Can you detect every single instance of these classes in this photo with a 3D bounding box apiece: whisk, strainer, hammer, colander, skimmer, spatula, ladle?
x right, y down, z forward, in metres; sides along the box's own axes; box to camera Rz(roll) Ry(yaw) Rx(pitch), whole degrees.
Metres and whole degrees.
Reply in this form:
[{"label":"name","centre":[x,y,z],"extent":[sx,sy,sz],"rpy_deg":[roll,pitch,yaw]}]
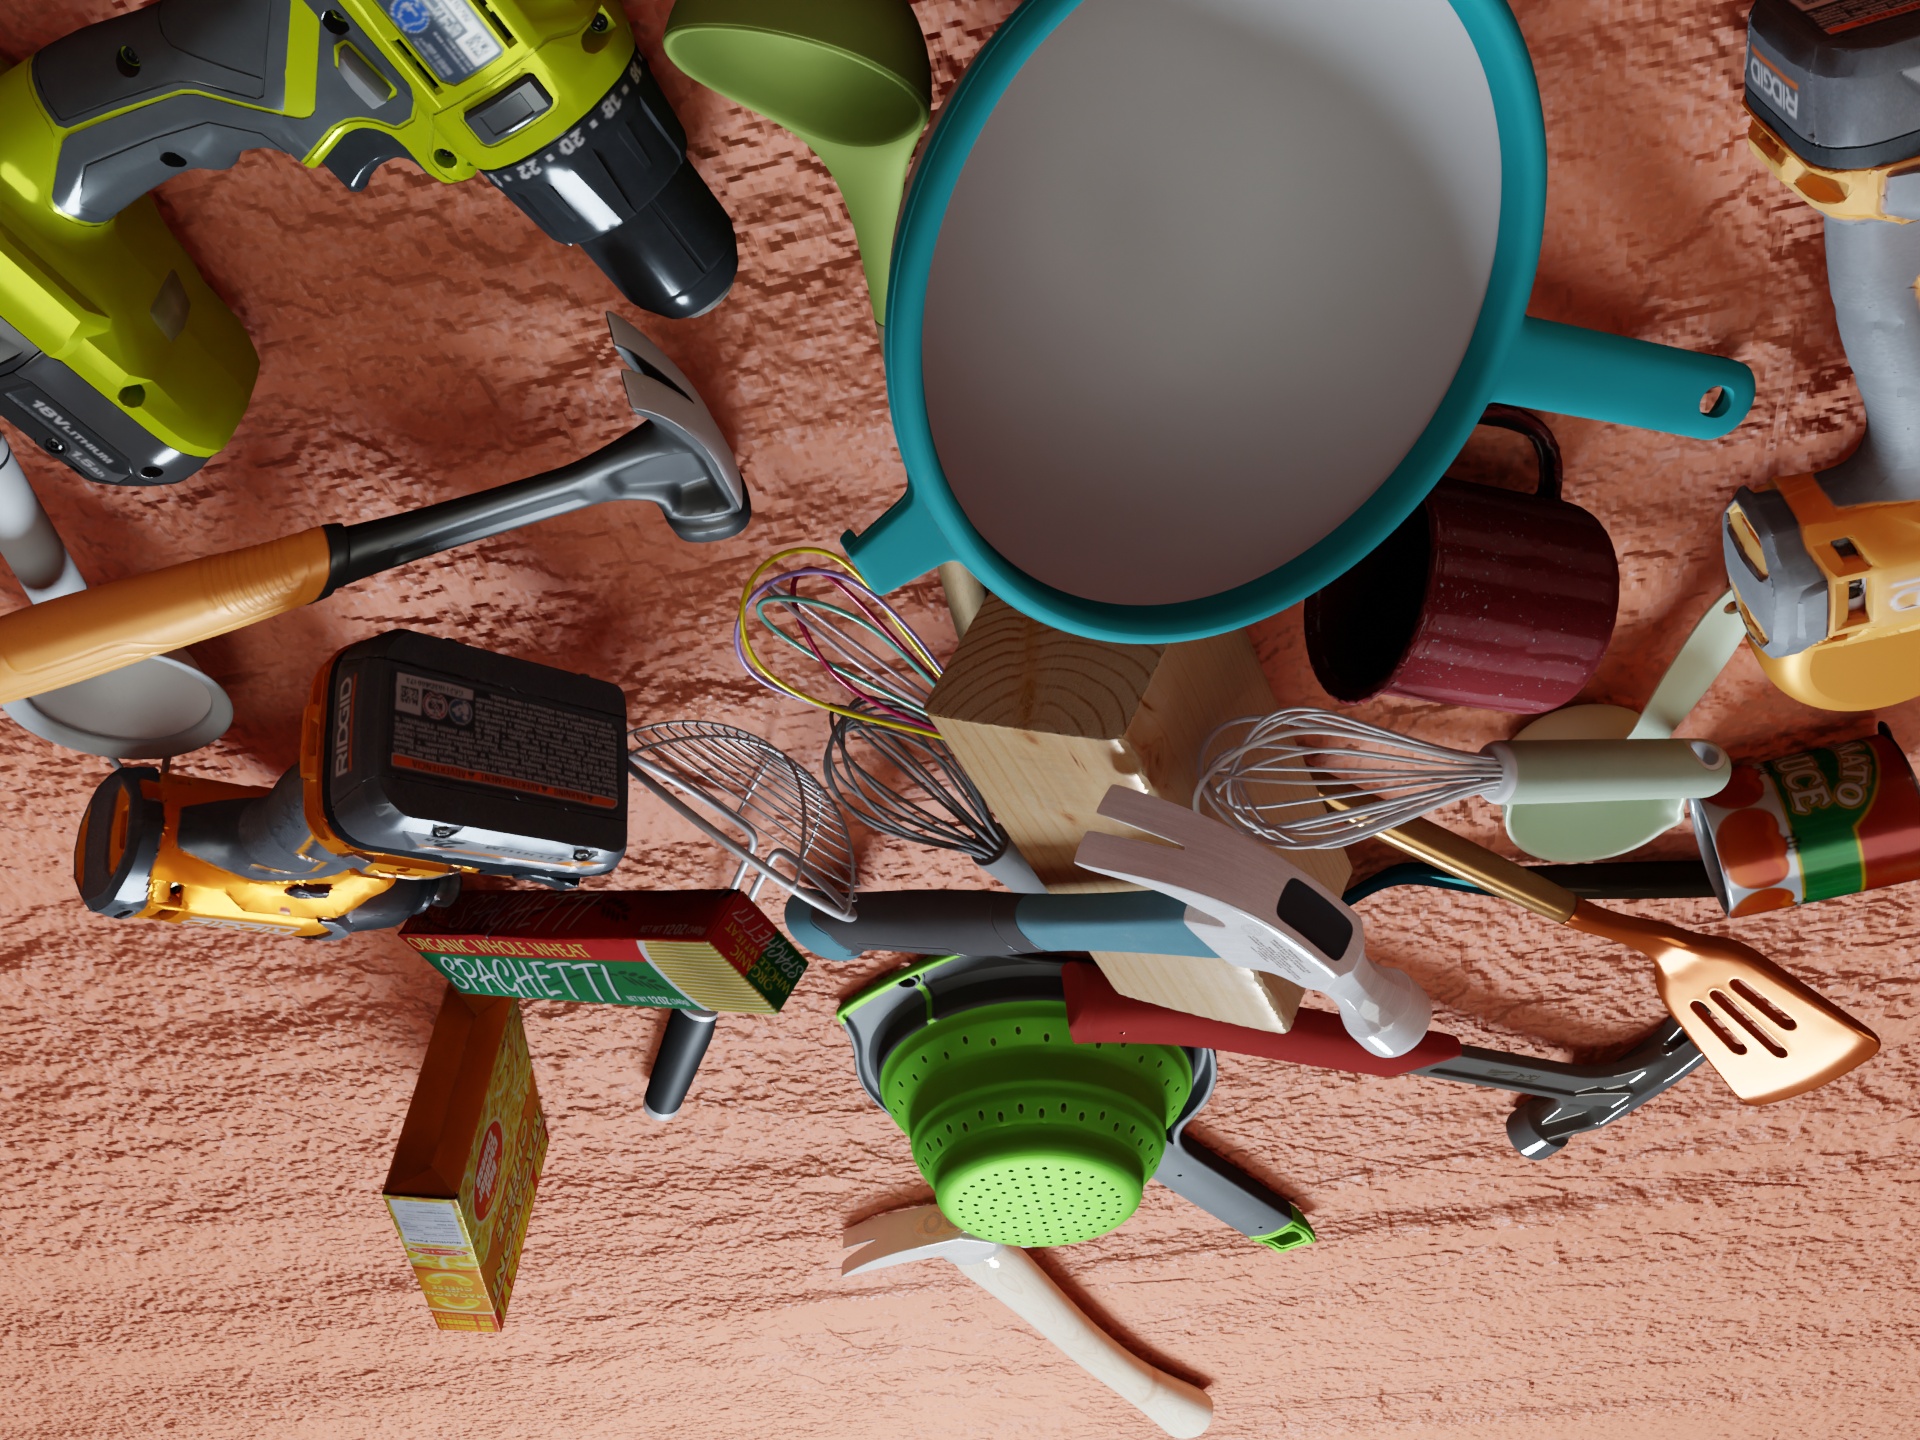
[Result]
[{"label":"whisk","centre":[0.000,-0.004,0.650],"extent":[0.051,0.047,0.244],"rpy_deg":[-15,149,34]},{"label":"strainer","centre":[0.115,-0.134,0.503],"extent":[0.340,0.095,0.211],"rpy_deg":[1,118,-31]},{"label":"hammer","centre":[-0.243,-0.048,0.541],"extent":[0.337,0.034,0.127],"rpy_deg":[-18,166,1]},{"label":"whisk","centre":[0.199,0.021,0.610],"extent":[0.246,0.058,0.059],"rpy_deg":[0,138,-21]},{"label":"hammer","centre":[0.219,0.168,0.838],"extent":[0.359,0.037,0.149],"rpy_deg":[14,136,-21]},{"label":"colander","centre":[0.095,0.266,0.918],"extent":[0.204,0.095,0.396],"rpy_deg":[-30,129,28]},{"label":"skimmer","centre":[-0.134,0.126,0.773],"extent":[0.127,0.090,0.363],"rpy_deg":[35,137,8]},{"label":"hammer","centre":[0.074,0.445,1.153],"extent":[0.146,0.038,0.410],"rpy_deg":[-19,134,21]},{"label":"whisk","centre":[0.017,0.058,0.734],"extent":[0.055,0.055,0.238],"rpy_deg":[-27,135,25]},{"label":"strainer","centre":[-0.329,-0.044,0.590],"extent":[0.087,0.050,0.258],"rpy_deg":[0,155,-14]},{"label":"spatula","centre":[0.290,0.089,0.767],"extent":[0.317,0.044,0.082],"rpy_deg":[-2,161,-1]},{"label":"spatula","centre":[0.250,0.081,0.711],"extent":[0.322,0.041,0.081],"rpy_deg":[25,142,-7]},{"label":"ladle","centre":[-0.022,-0.110,0.547],"extent":[0.078,0.062,0.319],"rpy_deg":[15,146,24]},{"label":"hammer","centre":[0.025,0.085,0.660],"extent":[0.128,0.033,0.331],"rpy_deg":[43,152,-24]}]

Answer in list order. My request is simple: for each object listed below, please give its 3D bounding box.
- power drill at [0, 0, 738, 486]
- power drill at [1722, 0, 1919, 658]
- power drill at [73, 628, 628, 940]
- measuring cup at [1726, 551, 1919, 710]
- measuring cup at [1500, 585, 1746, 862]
[{"label":"power drill","centre":[-0.198,-0.163,0.476],"extent":[0.228,0.080,0.190],"rpy_deg":[-23,134,19]},{"label":"power drill","centre":[0.337,-0.129,0.491],"extent":[0.185,0.084,0.226],"rpy_deg":[-13,129,12]},{"label":"power drill","centre":[-0.235,0.042,0.655],"extent":[0.226,0.084,0.164],"rpy_deg":[-19,156,37]},{"label":"measuring cup","centre":[0.394,-0.047,0.614],"extent":[0.173,0.052,0.095],"rpy_deg":[-3,137,6]},{"label":"measuring cup","centre":[0.285,-0.006,0.672],"extent":[0.083,0.038,0.167],"rpy_deg":[8,134,-8]}]
